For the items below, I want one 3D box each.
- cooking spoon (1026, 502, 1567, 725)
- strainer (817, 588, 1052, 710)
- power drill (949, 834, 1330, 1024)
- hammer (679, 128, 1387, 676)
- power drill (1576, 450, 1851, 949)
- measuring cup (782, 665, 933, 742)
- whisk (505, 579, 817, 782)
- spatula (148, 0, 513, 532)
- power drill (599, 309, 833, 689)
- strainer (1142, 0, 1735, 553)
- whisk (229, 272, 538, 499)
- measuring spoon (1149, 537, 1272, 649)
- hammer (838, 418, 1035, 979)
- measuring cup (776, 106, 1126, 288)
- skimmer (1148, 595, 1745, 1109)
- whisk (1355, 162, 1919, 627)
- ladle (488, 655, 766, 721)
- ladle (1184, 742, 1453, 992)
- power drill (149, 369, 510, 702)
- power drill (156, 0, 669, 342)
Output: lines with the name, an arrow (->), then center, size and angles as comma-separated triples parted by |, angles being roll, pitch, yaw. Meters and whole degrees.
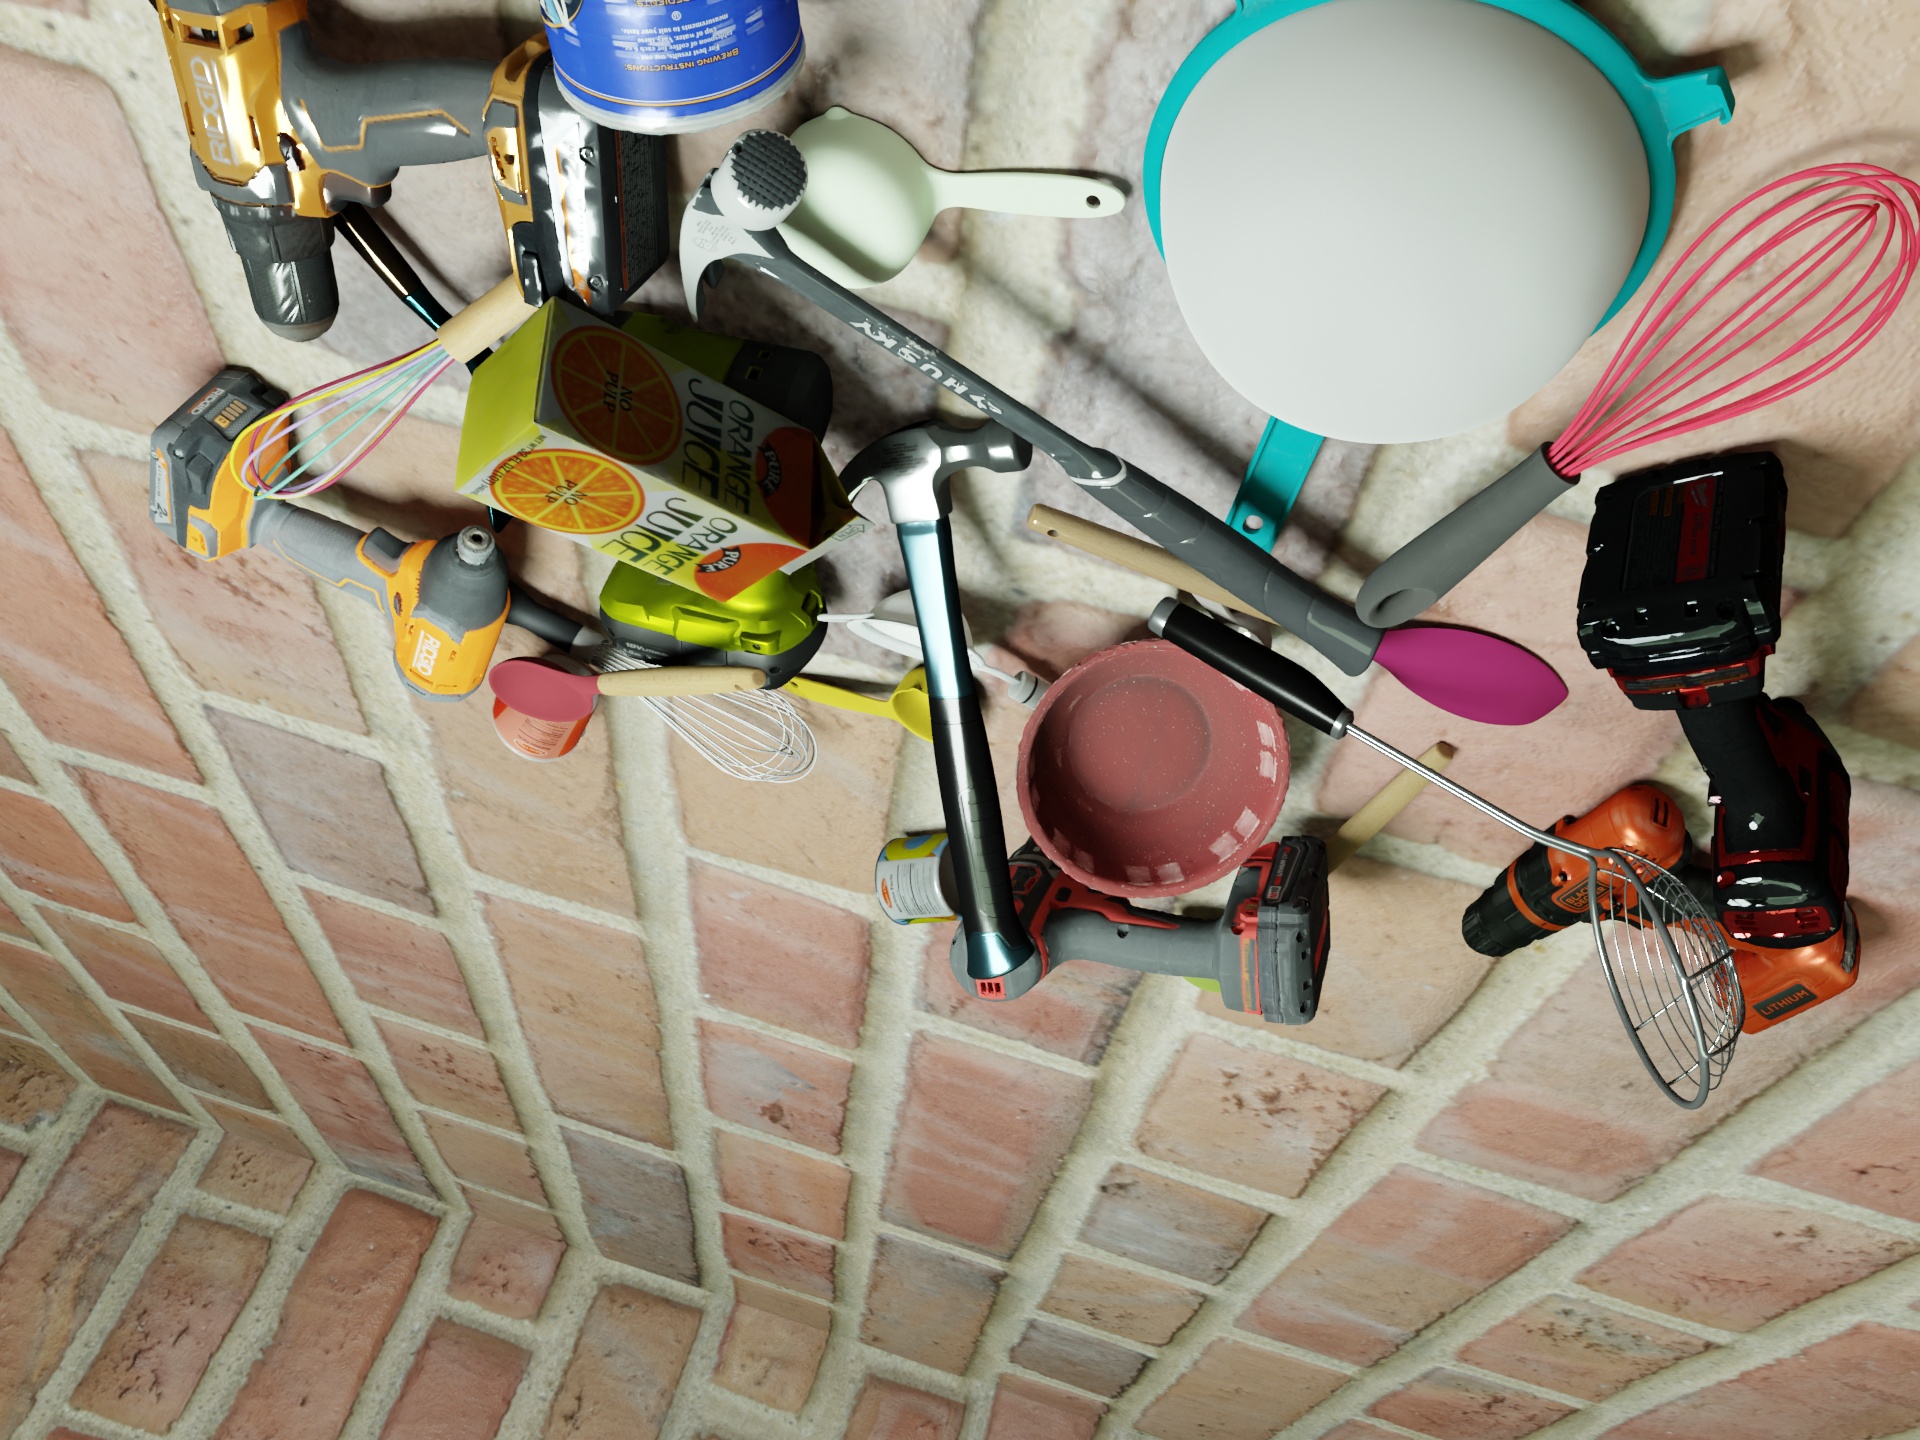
cooking spoon -> 0.183, -0.055, 0.855 | 0.318, 0.017, 0.068 | 19, 146, -12
strainer -> 0.032, -0.026, 0.978 | 0.258, 0.050, 0.087 | 28, 167, -22
power drill -> 0.120, 0.119, 1.028 | 0.227, 0.188, 0.080 | 0, 111, 19
hammer -> 0.046, -0.128, 0.761 | 0.408, 0.036, 0.149 | 30, 167, -20
power drill -> 0.367, -0.011, 0.750 | 0.078, 0.143, 0.219 | -9, 130, 37
measuring cup -> -0.056, -0.020, 1.052 | 0.157, 0.029, 0.062 | 13, 148, 31
whisk -> -0.226, -0.035, 1.084 | 0.284, 0.070, 0.070 | 28, 146, -3
spatula -> -0.316, -0.243, 0.840 | 0.044, 0.082, 0.317 | -17, 127, 26
power drill -> -0.156, -0.127, 0.903 | 0.171, 0.080, 0.223 | 13, 142, 10
strainer -> 0.159, -0.148, 0.687 | 0.211, 0.095, 0.340 | 18, 148, 3
whisk -> -0.283, -0.184, 0.825 | 0.245, 0.051, 0.047 | -31, 112, 14
measuring spoon -> 0.135, -0.080, 0.875 | 0.124, 0.018, 0.034 | 48, 157, -26
hammer -> -0.001, -0.003, 0.894 | 0.128, 0.033, 0.330 | -1, 111, 24
measuring cup -> -0.011, -0.227, 0.714 | 0.167, 0.038, 0.083 | 9, 145, 20
skimmer -> 0.234, 0.056, 0.822 | 0.363, 0.090, 0.127 | 34, 169, 21
whisk -> 0.271, -0.121, 0.678 | 0.073, 0.073, 0.295 | 30, 139, -14
ladle -> -0.207, -0.023, 0.980 | 0.069, 0.031, 0.315 | 37, 158, -32
ladle -> 0.230, 0.098, 1.061 | 0.078, 0.062, 0.320 | 26, 139, -6
power drill -> -0.387, -0.118, 1.002 | 0.226, 0.084, 0.164 | 34, 143, -7
power drill -> -0.255, -0.249, 0.744 | 0.226, 0.084, 0.185 | 14, 132, 9
